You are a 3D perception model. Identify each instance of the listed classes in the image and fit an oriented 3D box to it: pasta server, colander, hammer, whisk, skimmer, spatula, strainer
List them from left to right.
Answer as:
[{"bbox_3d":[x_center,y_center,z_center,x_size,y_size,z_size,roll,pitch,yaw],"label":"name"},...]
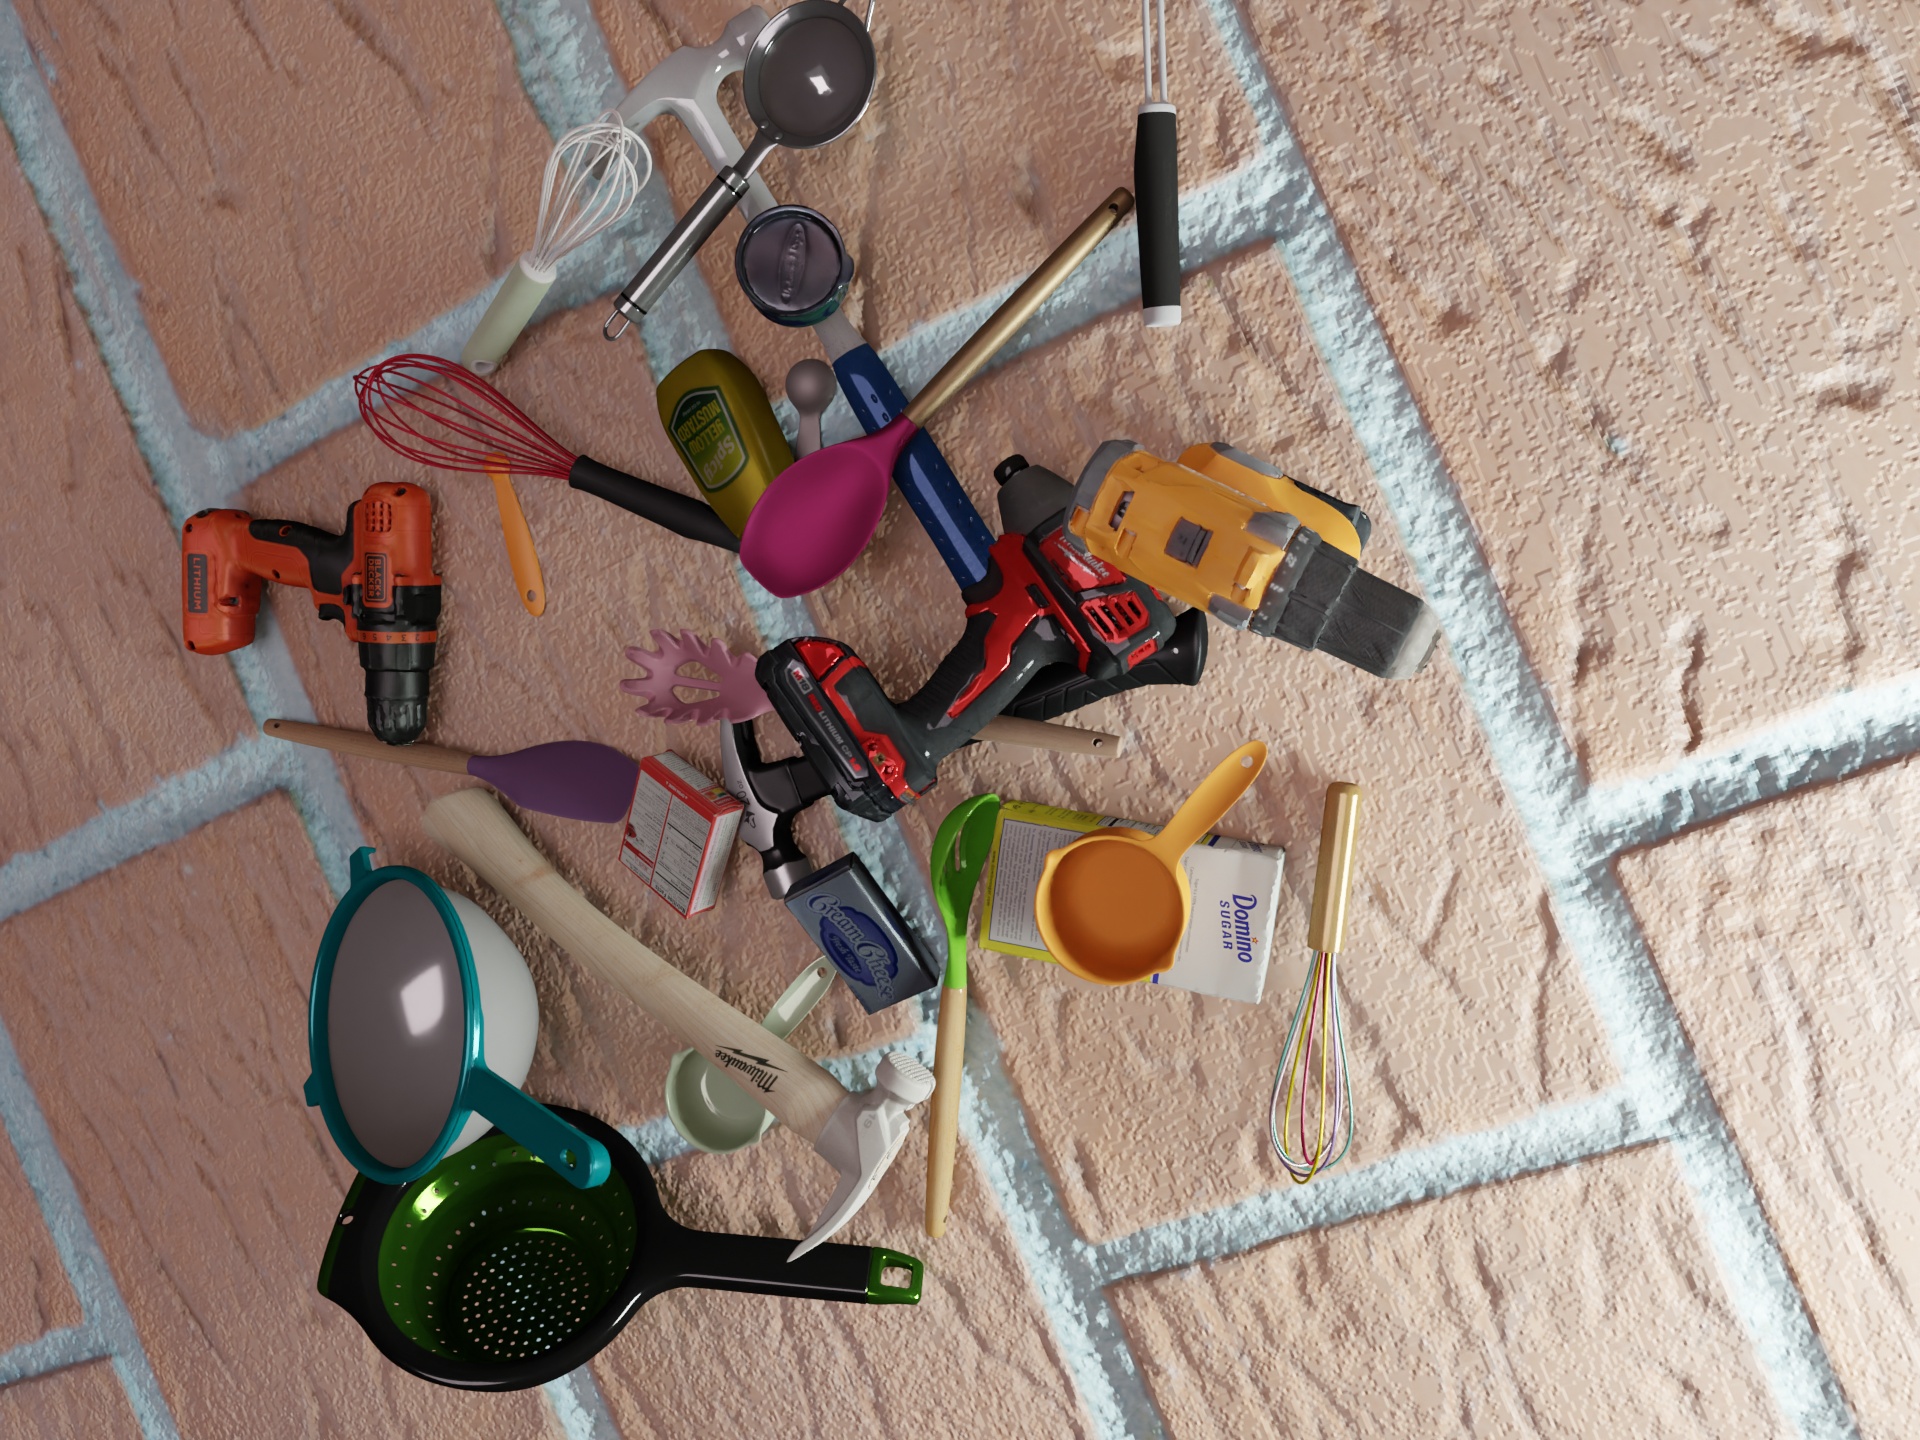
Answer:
[{"bbox_3d":[-0.365,0.025,1.124,0.316,0.018,0.060,8,60,20],"label":"spatula"},{"bbox_3d":[-0.311,0.222,1.059,0.341,0.095,0.211,19,98,39],"label":"strainer"},{"bbox_3d":[-0.262,-0.290,0.997,0.246,0.057,0.059,-35,60,46],"label":"whisk"},{"bbox_3d":[-0.270,-0.172,1.050,0.296,0.073,0.073,23,104,7],"label":"whisk"},{"bbox_3d":[-0.224,0.383,1.092,0.397,0.205,0.094,5,134,2],"label":"colander"},{"bbox_3d":[-0.215,0.181,1.064,0.411,0.038,0.146,33,97,19],"label":"hammer"},{"bbox_3d":[-0.130,-0.327,0.947,0.087,0.050,0.258,44,98,14],"label":"strainer"},{"bbox_3d":[-0.079,-0.232,0.983,0.144,0.035,0.405,-32,89,2],"label":"hammer"},{"bbox_3d":[-0.057,-0.008,0.979,0.316,0.040,0.060,9,86,14],"label":"pasta server"},{"bbox_3d":[-0.002,-0.003,1.001,0.335,0.035,0.146,-20,92,19],"label":"hammer"},{"bbox_3d":[0.117,-0.407,0.879,0.127,0.090,0.363,-6,100,-17],"label":"skimmer"},{"bbox_3d":[0.218,0.159,0.949,0.051,0.047,0.245,8,96,18],"label":"whisk"}]

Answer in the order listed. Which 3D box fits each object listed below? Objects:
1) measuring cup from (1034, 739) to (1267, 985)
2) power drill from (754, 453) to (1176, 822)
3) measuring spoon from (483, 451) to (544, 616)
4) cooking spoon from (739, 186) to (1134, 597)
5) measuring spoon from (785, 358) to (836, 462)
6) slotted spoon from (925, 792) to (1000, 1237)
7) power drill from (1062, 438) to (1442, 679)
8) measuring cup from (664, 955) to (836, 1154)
[{"bbox_3d":[0.118,0.074,0.918,0.095,0.052,0.173,43,103,7],"label":"measuring cup"},{"bbox_3d":[-0.001,-0.050,0.926,0.219,0.078,0.143,-34,80,2],"label":"power drill"},{"bbox_3d":[-0.308,-0.128,1.094,0.021,0.011,0.117,-14,93,19],"label":"measuring spoon"},{"bbox_3d":[-0.012,-0.198,0.951,0.069,0.017,0.319,45,95,0],"label":"cooking spoon"},{"bbox_3d":[-0.100,-0.169,1.017,0.034,0.018,0.124,5,97,17],"label":"measuring spoon"},{"bbox_3d":[-0.007,0.193,1.020,0.031,0.070,0.313,12,108,26],"label":"slotted spoon"},{"bbox_3d":[0.164,-0.084,0.834,0.185,0.226,0.084,27,105,12],"label":"power drill"},{"bbox_3d":[-0.131,0.218,1.073,0.083,0.038,0.167,42,101,11],"label":"measuring cup"}]
